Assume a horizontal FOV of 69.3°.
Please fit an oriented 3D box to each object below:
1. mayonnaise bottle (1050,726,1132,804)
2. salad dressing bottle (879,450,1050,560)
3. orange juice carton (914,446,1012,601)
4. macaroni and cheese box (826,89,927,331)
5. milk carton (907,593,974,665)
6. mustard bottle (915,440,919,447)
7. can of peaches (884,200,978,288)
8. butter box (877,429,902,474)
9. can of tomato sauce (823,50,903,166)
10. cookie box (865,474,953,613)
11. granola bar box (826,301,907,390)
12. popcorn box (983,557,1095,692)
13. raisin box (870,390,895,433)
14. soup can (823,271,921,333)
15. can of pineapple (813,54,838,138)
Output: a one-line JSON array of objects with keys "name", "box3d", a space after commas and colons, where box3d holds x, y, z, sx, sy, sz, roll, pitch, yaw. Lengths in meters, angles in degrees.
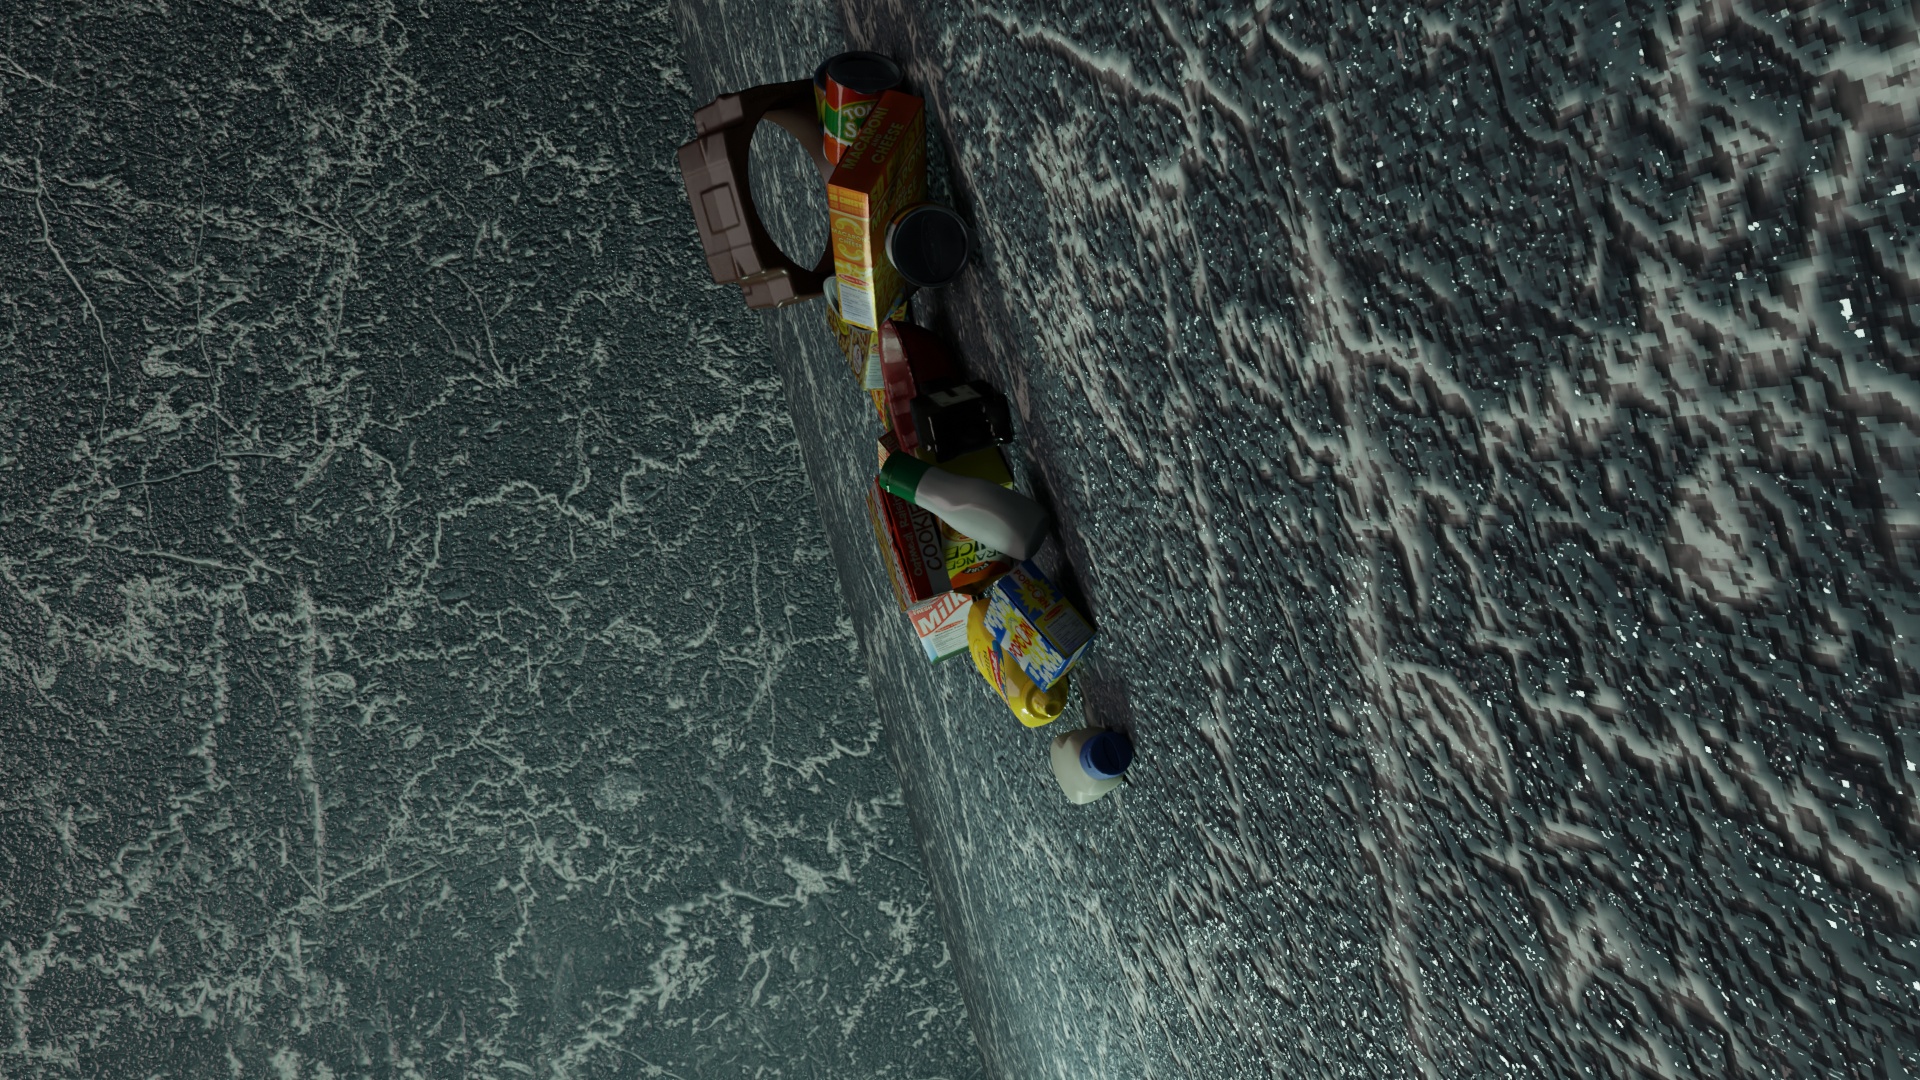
[{"name": "mayonnaise bottle", "box3d": [0.112, 0.188, 1.181, 0.147, 0.041, 0.065, 118, 133, -74]}, {"name": "salad dressing bottle", "box3d": [0.002, -0.033, 1.170, 0.148, 0.044, 0.064, 25, 152, 19]}, {"name": "orange juice carton", "box3d": [0.005, -0.017, 1.332, 0.191, 0.073, 0.072, 88, 162, -57]}, {"name": "macaroni and cheese box", "box3d": [-0.069, -0.282, 1.197, 0.165, 0.040, 0.124, 89, -158, -58]}, {"name": "milk carton", "box3d": [-0.028, 0.058, 1.545, 0.189, 0.073, 0.072, 69, 178, -59]}, {"name": "mustard bottle", "box3d": [-0.039, -0.073, 1.461, 0.049, 0.065, 0.159, 48, 135, 16]}, {"name": "can of peaches", "box3d": [-0.025, -0.244, 1.139, 0.058, 0.071, 0.071, -119, 15, -71]}, {"name": "butter box", "box3d": [-0.069, -0.079, 1.587, 0.053, 0.024, 0.103, 48, 161, 19]}, {"name": "can of tomato sauce", "box3d": [-0.086, -0.373, 1.217, 0.082, 0.071, 0.071, 100, 153, -47]}, {"name": "cookie box", "box3d": [-0.052, 0.003, 1.340, 0.167, 0.040, 0.123, 139, 114, -80]}, {"name": "granola bar box", "box3d": [-0.107, -0.262, 1.547, 0.166, 0.039, 0.123, -118, 31, -48]}, {"name": "popcorn box", "box3d": [0.065, 0.074, 1.177, 0.085, 0.038, 0.126, 48, 164, 11]}, {"name": "raisin box", "box3d": [-0.072, -0.161, 1.616, 0.085, 0.040, 0.124, 90, 160, -61]}, {"name": "soup can", "box3d": [-0.075, -0.246, 1.311, 0.071, 0.084, 0.071, 33, 153, 20]}, {"name": "can of pineapple", "box3d": [-0.101, -0.406, 1.284, 0.057, 0.071, 0.071, 89, 161, -55]}]
